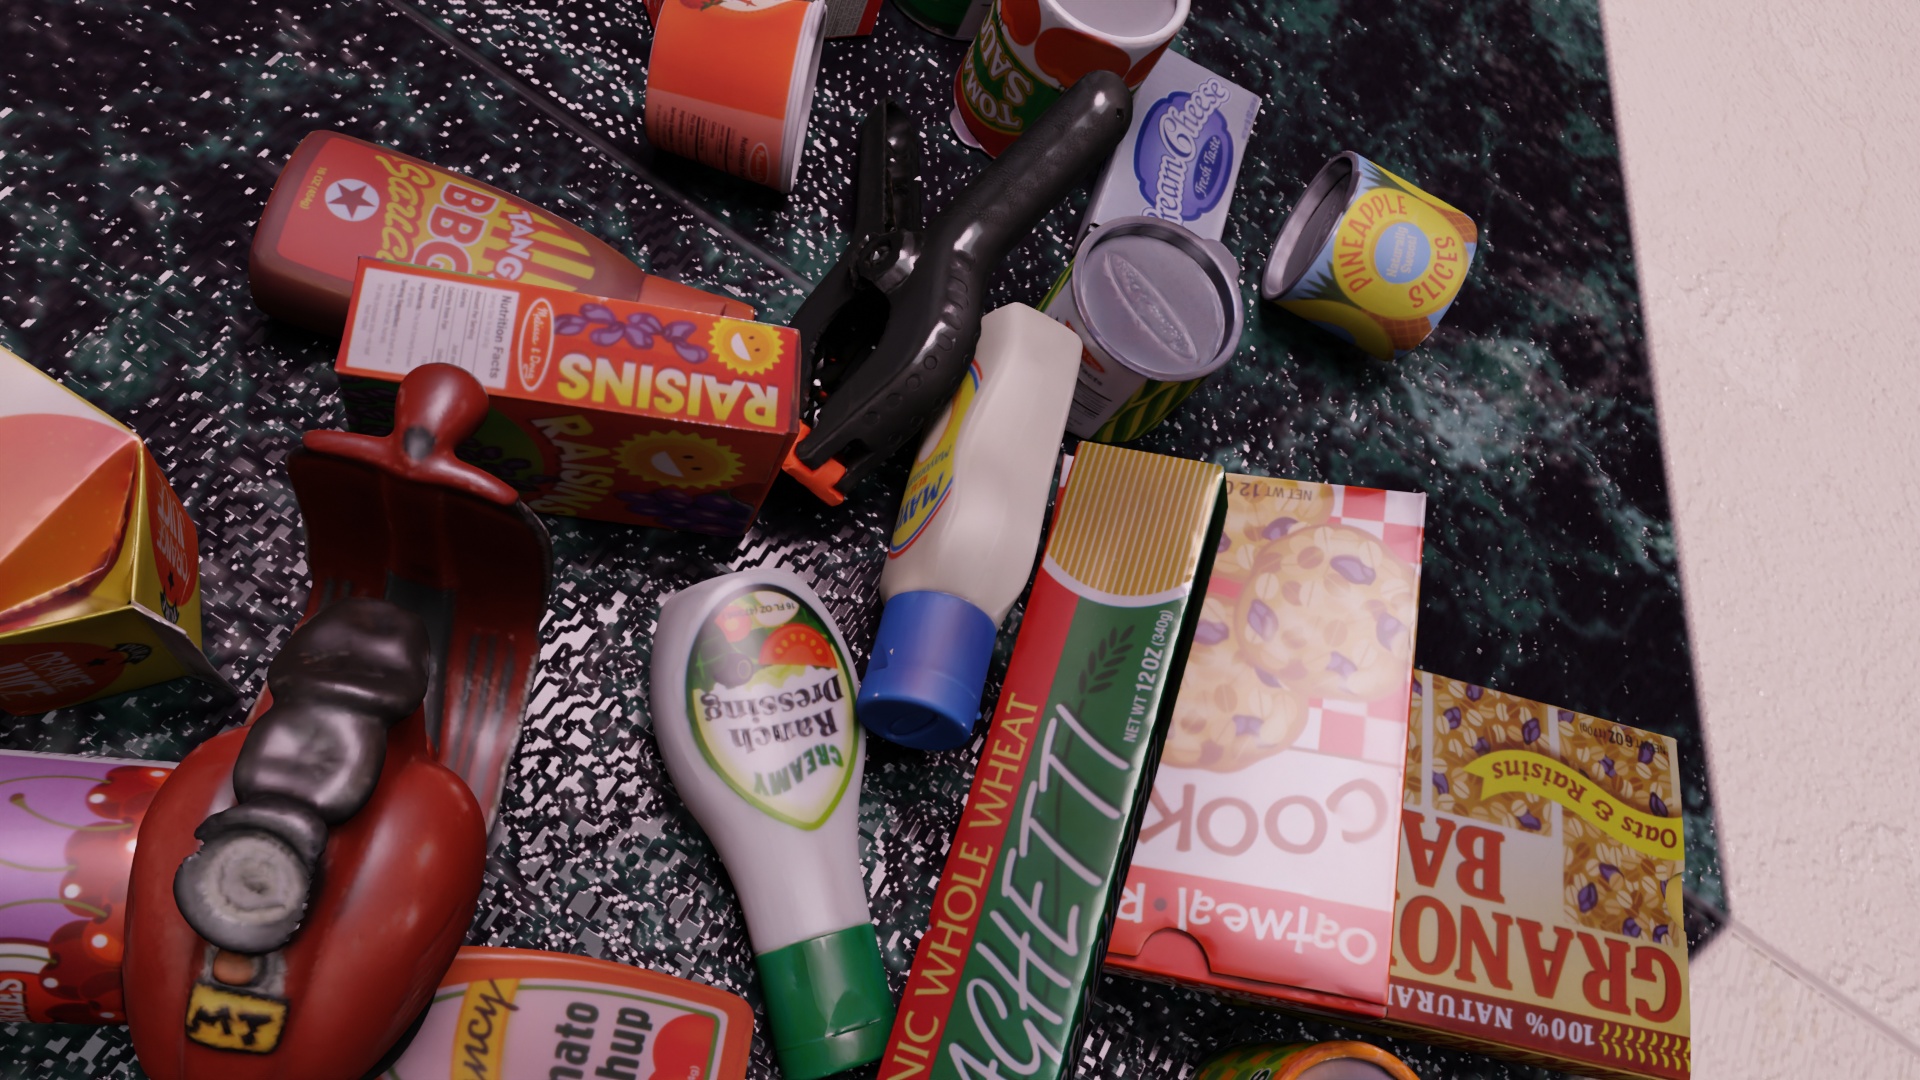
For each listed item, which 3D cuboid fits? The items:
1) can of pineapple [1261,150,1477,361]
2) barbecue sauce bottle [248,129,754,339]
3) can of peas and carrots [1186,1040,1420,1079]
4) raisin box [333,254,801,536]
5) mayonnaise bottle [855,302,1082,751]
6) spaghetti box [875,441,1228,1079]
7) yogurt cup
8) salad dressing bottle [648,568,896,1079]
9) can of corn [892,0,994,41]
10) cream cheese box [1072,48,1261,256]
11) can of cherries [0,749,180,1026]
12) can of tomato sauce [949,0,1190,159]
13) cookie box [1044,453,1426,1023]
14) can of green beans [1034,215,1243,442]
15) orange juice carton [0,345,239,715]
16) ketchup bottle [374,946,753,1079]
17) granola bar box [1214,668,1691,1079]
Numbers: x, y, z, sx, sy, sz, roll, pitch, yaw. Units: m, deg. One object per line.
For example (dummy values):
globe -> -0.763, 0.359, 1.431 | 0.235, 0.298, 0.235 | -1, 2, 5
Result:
can of pineapple -> 0.163, -0.113, 0.556 | 0.058, 0.070, 0.071 | 25, 64, -9
barbecue sauce bottle -> -0.143, -0.081, 0.452 | 0.148, 0.043, 0.065 | 16, 59, -13
can of peas and carrots -> 0.105, 0.189, 0.428 | 0.071, 0.058, 0.071 | 7, 68, -17
raisin box -> -0.117, -0.039, 0.422 | 0.123, 0.085, 0.040 | 7, 67, -16
mayonnaise bottle -> 0.002, -0.006, 0.453 | 0.041, 0.064, 0.149 | 27, 56, -19
spaghetti box -> 0.026, 0.085, 0.408 | 0.050, 0.028, 0.251 | 11, 66, 18
yogurt cup -> -0.080, -0.162, 0.494 | 0.054, 0.072, 0.072 | 11, 67, -6
salad dressing bottle -> -0.053, 0.084, 0.421 | 0.064, 0.043, 0.148 | -8, 73, -29
can of corn -> 0.003, -0.248, 0.557 | 0.071, 0.058, 0.071 | 7, 69, -17
cream cheese box -> 0.085, -0.151, 0.568 | 0.053, 0.024, 0.104 | 23, 65, -9
can of cherries -> -0.230, 0.088, 0.345 | 0.058, 0.071, 0.072 | 9, 68, -17
can of tomato sauce -> 0.039, -0.191, 0.534 | 0.071, 0.082, 0.071 | 7, 68, -17
cookie box -> 0.080, 0.058, 0.451 | 0.123, 0.040, 0.168 | 7, 66, 13
can of green beans -> 0.061, -0.076, 0.513 | 0.071, 0.057, 0.071 | 6, 69, -17
orange juice carton -> -0.280, -0.019, 0.366 | 0.193, 0.071, 0.073 | 34, 64, -4
ketchup bottle -> -0.134, 0.138, 0.373 | 0.149, 0.043, 0.065 | 18, 62, -12
granola bar box -> 0.177, 0.114, 0.492 | 0.166, 0.039, 0.124 | 15, 67, -13
